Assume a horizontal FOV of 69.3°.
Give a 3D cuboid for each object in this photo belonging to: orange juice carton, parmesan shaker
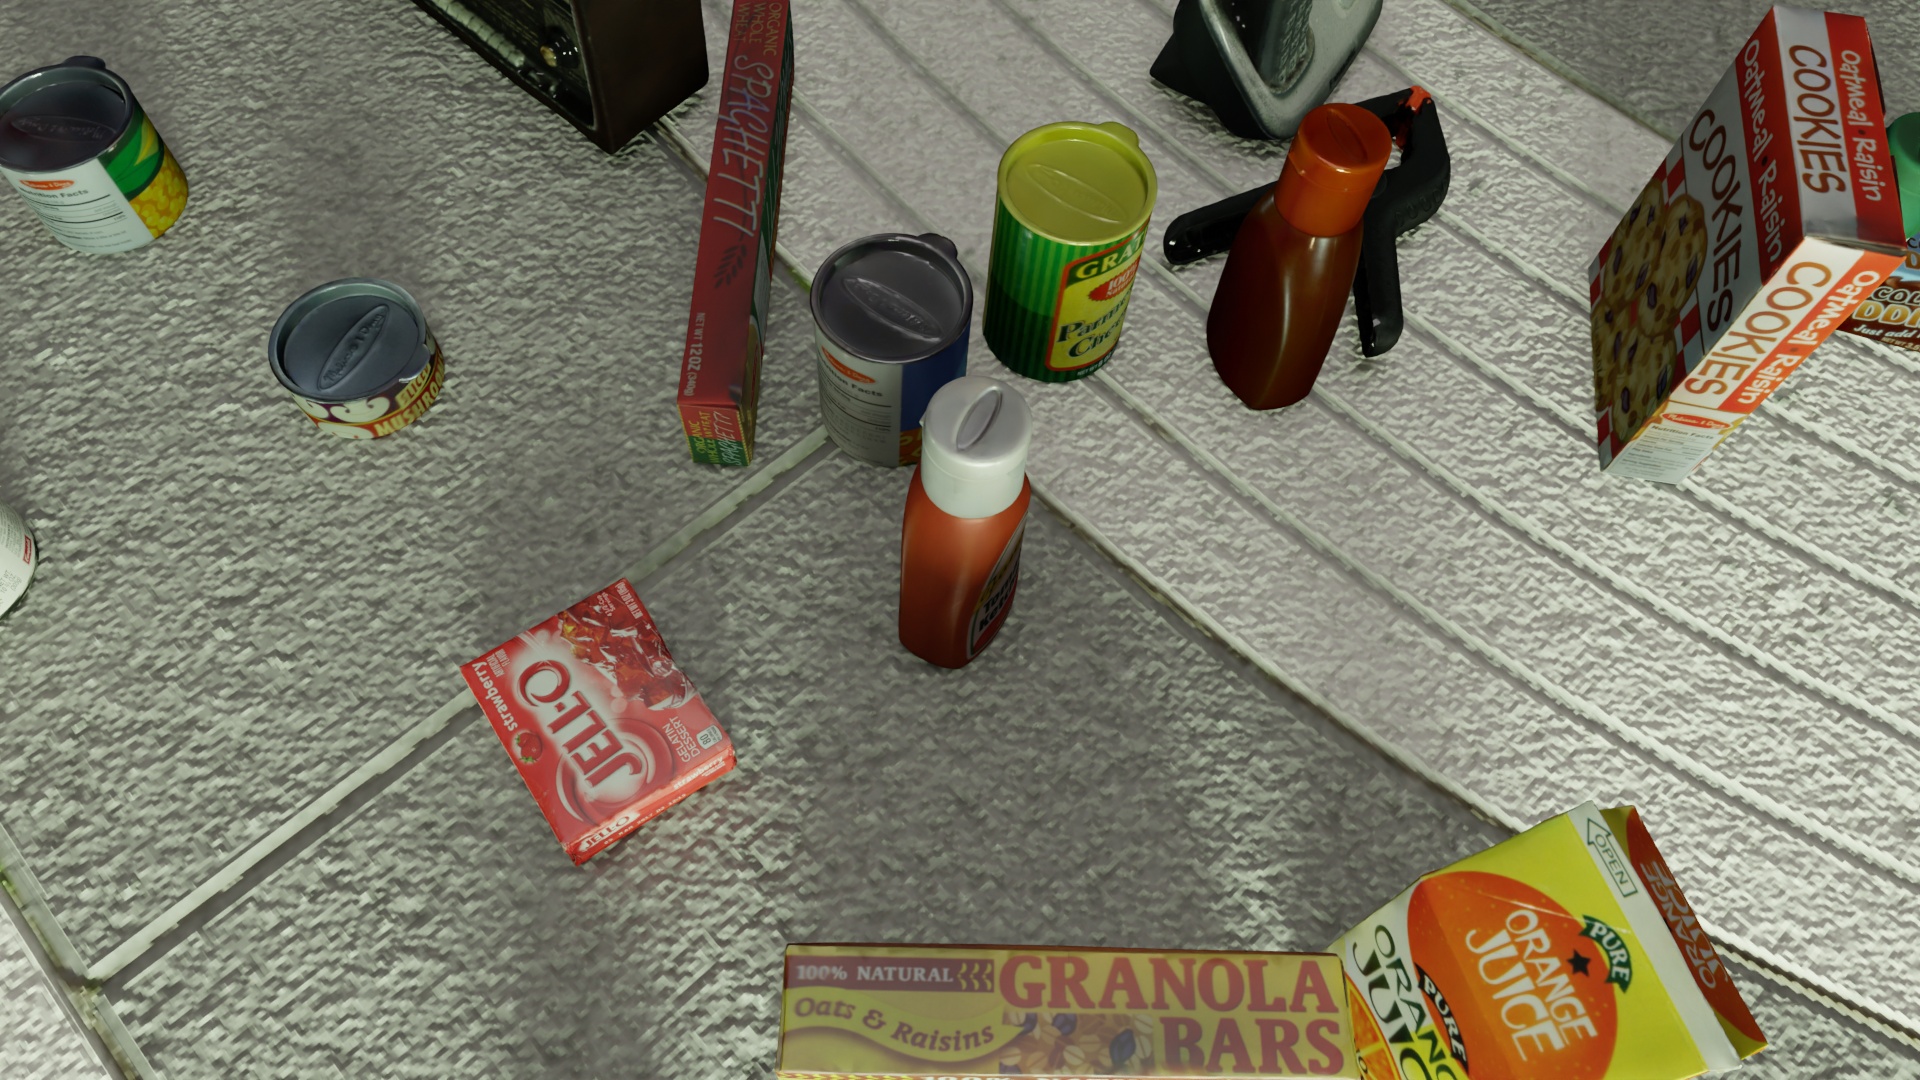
[{"bbox_3d":[0.172,0.140,0.430,0.073,0.191,0.072,-15,64,-10],"label":"orange juice carton"},{"bbox_3d":[0.048,-0.126,0.615,0.071,0.102,0.071,1,62,-2],"label":"parmesan shaker"}]

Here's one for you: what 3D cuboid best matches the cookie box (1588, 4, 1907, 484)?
[{"bbox_3d":[0.325,-0.119,0.589,0.040,0.166,0.123,10,62,2],"label":"cookie box"}]

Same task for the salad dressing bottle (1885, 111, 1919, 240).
[{"bbox_3d":[0.376,-0.120,0.604,0.064,0.147,0.044,-41,71,-21],"label":"salad dressing bottle"}]

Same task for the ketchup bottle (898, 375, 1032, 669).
[{"bbox_3d":[0.002,-0.007,0.524,0.043,0.148,0.065,25,64,10],"label":"ketchup bottle"}]

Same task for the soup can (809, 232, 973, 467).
[{"bbox_3d":[-0.028,-0.082,0.599,0.071,0.083,0.071,1,62,-2],"label":"soup can"}]

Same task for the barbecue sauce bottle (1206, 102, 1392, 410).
[{"bbox_3d":[0.142,-0.119,0.591,0.044,0.148,0.065,-15,64,-10],"label":"barbecue sauce bottle"}]

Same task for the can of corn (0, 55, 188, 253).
[{"bbox_3d":[-0.404,-0.178,0.645,0.071,0.058,0.071,1,62,-2],"label":"can of corn"}]

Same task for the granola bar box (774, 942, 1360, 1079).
[{"bbox_3d":[0.028,0.161,0.450,0.166,0.123,0.039,2,62,-2],"label":"granola bar box"}]

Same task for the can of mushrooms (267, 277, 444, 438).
[{"bbox_3d":[-0.264,-0.079,0.614,0.071,0.033,0.071,1,62,-2],"label":"can of mushrooms"}]

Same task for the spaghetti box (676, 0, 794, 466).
[{"bbox_3d":[-0.102,-0.153,0.652,0.029,0.050,0.251,2,62,-2],"label":"spaghetti box"}]

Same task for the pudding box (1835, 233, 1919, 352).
[{"bbox_3d":[0.446,-0.121,0.663,0.084,0.049,0.030,17,63,6],"label":"pudding box"}]
